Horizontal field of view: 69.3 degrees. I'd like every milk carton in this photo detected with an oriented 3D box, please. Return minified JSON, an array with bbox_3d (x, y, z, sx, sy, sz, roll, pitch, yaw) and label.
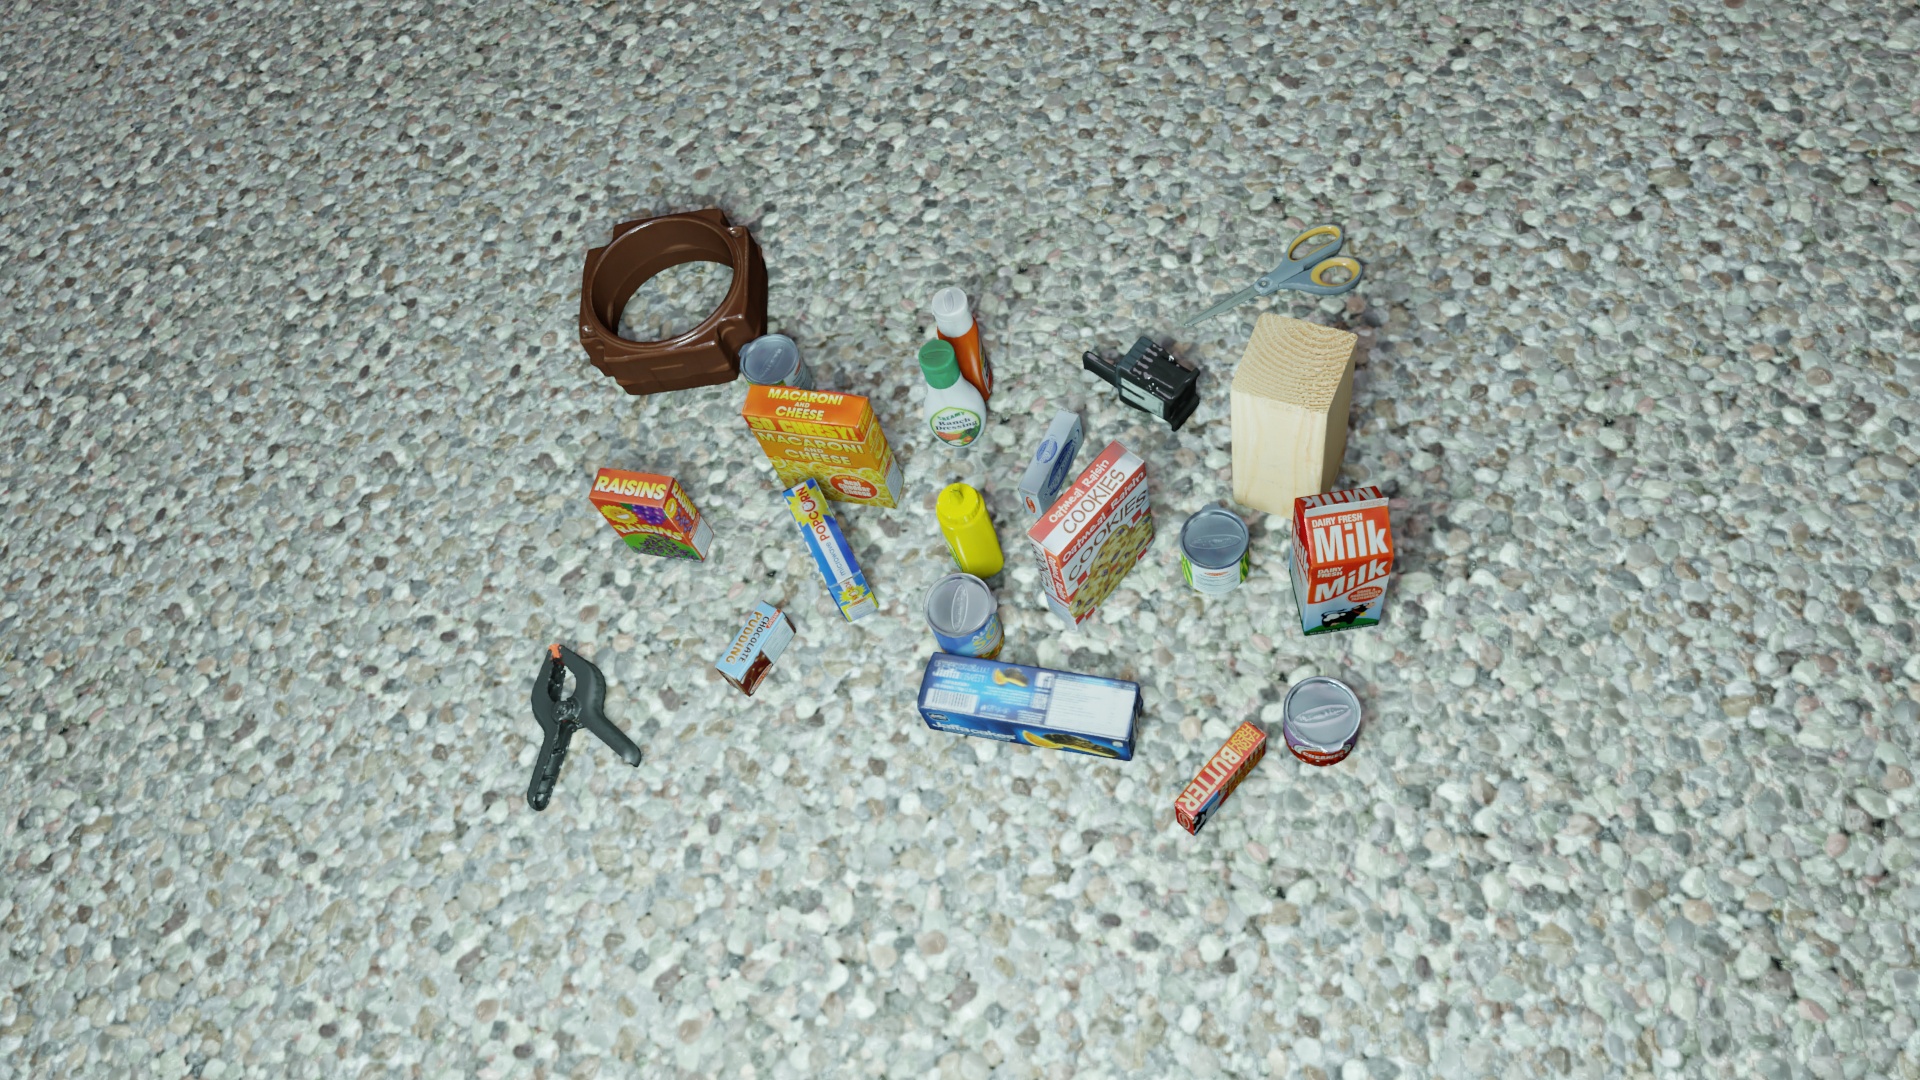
[{"bbox_3d":[0.339,0.012,1.240,0.072,0.189,0.074,-10,61,7],"label":"milk carton"}]

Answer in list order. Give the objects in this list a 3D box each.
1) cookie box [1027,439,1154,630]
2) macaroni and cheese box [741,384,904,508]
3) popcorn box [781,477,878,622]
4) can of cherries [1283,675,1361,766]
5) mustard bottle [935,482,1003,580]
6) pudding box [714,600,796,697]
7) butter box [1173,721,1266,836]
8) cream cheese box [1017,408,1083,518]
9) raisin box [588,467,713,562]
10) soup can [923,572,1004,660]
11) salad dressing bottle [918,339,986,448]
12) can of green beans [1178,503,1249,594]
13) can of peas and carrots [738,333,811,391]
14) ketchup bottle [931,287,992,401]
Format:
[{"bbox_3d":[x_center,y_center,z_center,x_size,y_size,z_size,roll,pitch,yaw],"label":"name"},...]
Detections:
[{"bbox_3d":[0.125,-0.003,1.305,0.040,0.166,0.123,36,75,25],"label":"cookie box"},{"bbox_3d":[-0.136,-0.094,1.407,0.124,0.165,0.040,8,65,15],"label":"macaroni and cheese box"},{"bbox_3d":[-0.130,0.010,1.397,0.038,0.085,0.127,-27,61,-3],"label":"popcorn box"},{"bbox_3d":[0.321,0.164,1.238,0.071,0.058,0.072,-5,62,9],"label":"can of cherries"},{"bbox_3d":[0.005,-0.017,1.341,0.049,0.159,0.065,-25,61,-2],"label":"mustard bottle"},{"bbox_3d":[-0.203,0.108,1.380,0.030,0.049,0.084,25,70,22],"label":"pudding box"},{"bbox_3d":[0.231,0.211,1.235,0.024,0.053,0.104,38,75,26],"label":"butter box"},{"bbox_3d":[0.093,-0.078,1.417,0.024,0.053,0.104,20,68,20],"label":"cream cheese box"},{"bbox_3d":[-0.317,-0.026,1.432,0.086,0.123,0.040,8,65,16],"label":"raisin box"},{"bbox_3d":[0.007,0.079,1.333,0.071,0.083,0.071,-5,62,9],"label":"soup can"},{"bbox_3d":[-0.012,-0.150,1.422,0.064,0.147,0.044,-7,62,8],"label":"salad dressing bottle"},{"bbox_3d":[0.245,0.011,1.336,0.071,0.057,0.071,-5,62,9],"label":"can of green beans"},{"bbox_3d":[-0.205,-0.185,1.531,0.071,0.058,0.071,-5,62,9],"label":"can of peas and carrots"},{"bbox_3d":[0.001,-0.205,1.448,0.043,0.148,0.065,-10,61,7],"label":"ketchup bottle"}]
